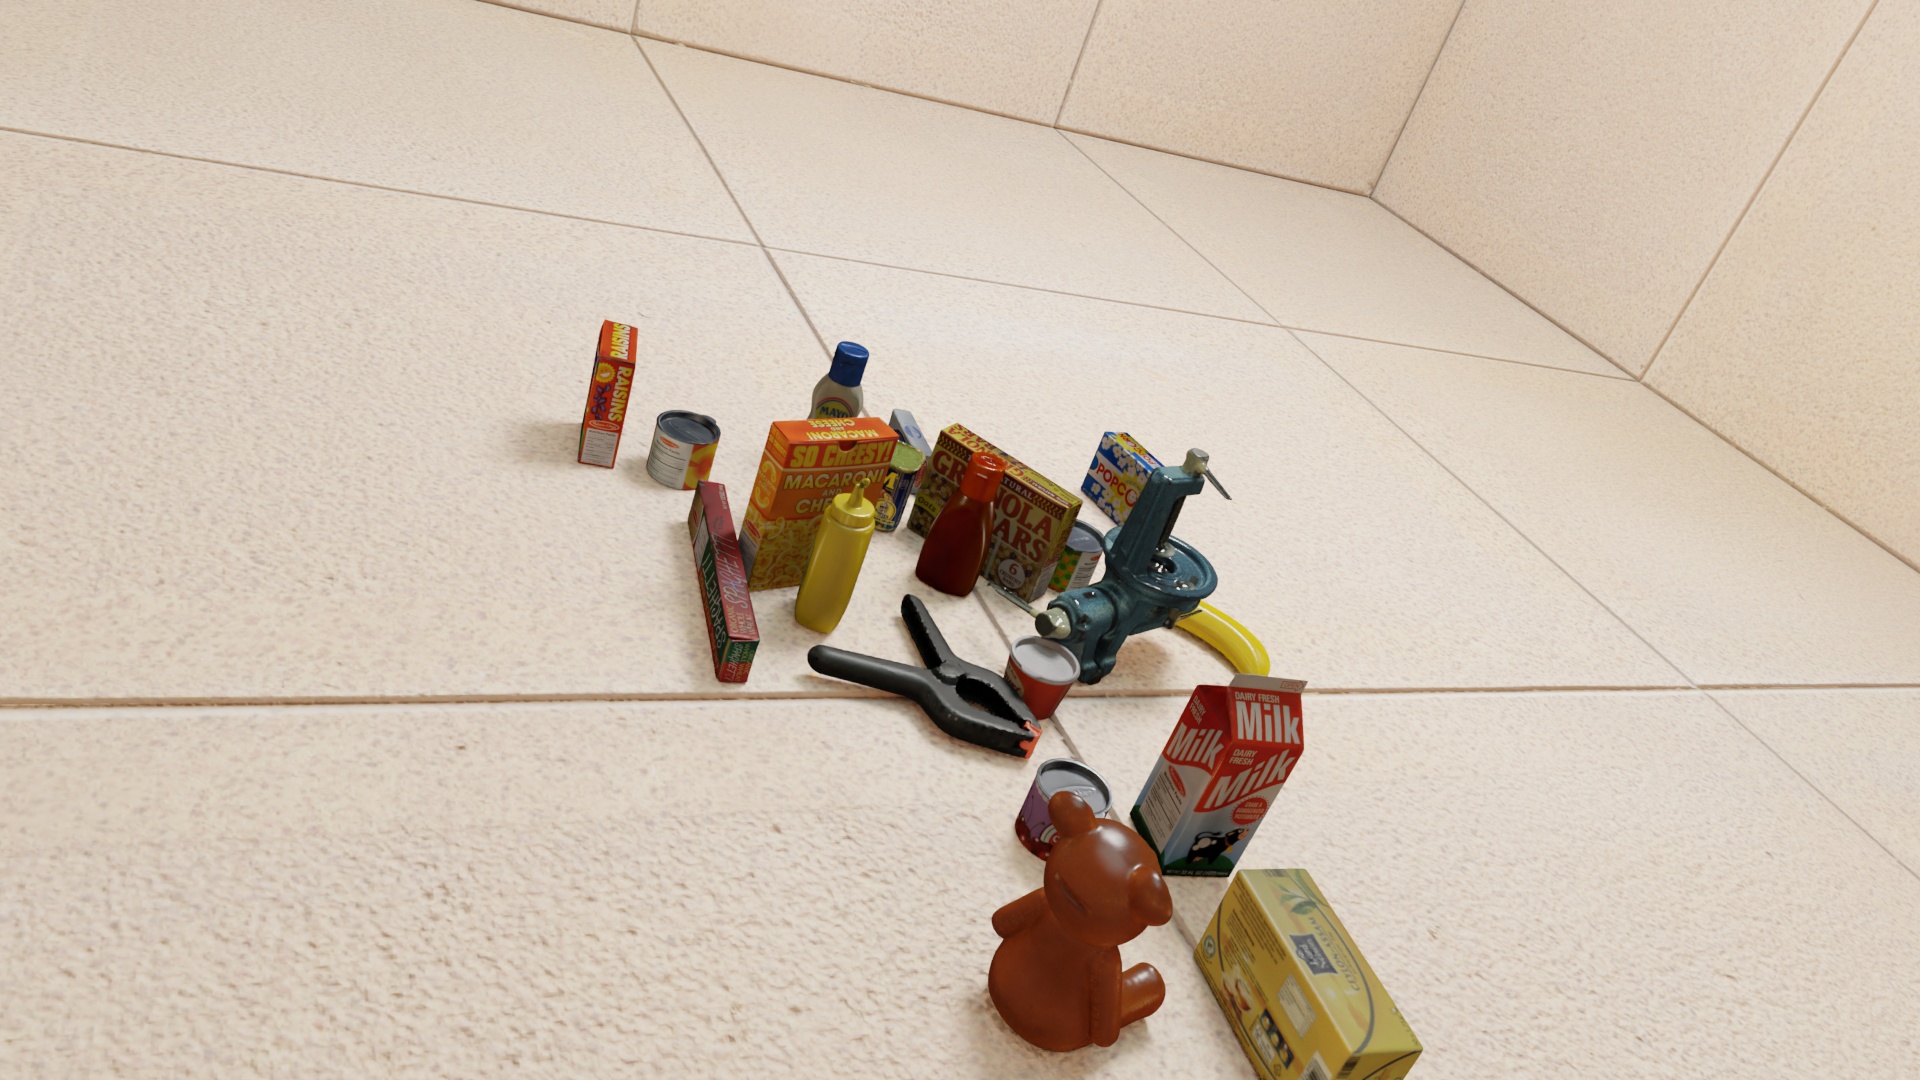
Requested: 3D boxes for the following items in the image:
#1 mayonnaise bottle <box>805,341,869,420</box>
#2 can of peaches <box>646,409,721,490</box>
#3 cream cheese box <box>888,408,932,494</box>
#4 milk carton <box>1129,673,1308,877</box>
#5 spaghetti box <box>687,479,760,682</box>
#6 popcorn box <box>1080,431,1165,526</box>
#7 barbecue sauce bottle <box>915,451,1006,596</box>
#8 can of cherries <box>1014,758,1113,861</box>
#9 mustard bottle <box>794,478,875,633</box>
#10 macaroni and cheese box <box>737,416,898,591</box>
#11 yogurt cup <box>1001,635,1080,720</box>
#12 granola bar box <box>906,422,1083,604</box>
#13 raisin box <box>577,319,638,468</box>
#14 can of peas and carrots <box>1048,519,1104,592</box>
[{"bbox_3d":[-0.137,-0.144,1.511,0.065,0.147,0.041,16,29,-8],"label":"mayonnaise bottle"},{"bbox_3d":[-0.283,-0.093,1.426,0.071,0.057,0.071,16,30,-9],"label":"can of peaches"},{"bbox_3d":[-0.061,-0.102,1.585,0.024,0.053,0.104,6,33,-25],"label":"cream cheese box"},{"bbox_3d":[0.216,0.185,1.142,0.072,0.189,0.074,7,32,-23],"label":"milk carton"},{"bbox_3d":[-0.218,0.032,1.265,0.029,0.050,0.251,7,32,-23],"label":"spaghetti box"},{"bbox_3d":[0.206,-0.062,1.654,0.038,0.084,0.127,-4,37,-37],"label":"popcorn box"},{"bbox_3d":[0.005,-0.017,1.389,0.065,0.147,0.044,23,29,4],"label":"barbecue sauce bottle"},{"bbox_3d":[0.084,0.223,1.130,0.071,0.058,0.072,16,30,-9],"label":"can of cherries"},{"bbox_3d":[-0.110,0.007,1.264,0.049,0.159,0.065,20,29,-2],"label":"mustard bottle"},{"bbox_3d":[-0.137,-0.034,1.309,0.124,0.165,0.040,-7,39,-40],"label":"macaroni and cheese box"},{"bbox_3d":[0.070,0.128,1.283,0.072,0.053,0.073,16,30,-9],"label":"yogurt cup"},{"bbox_3d":[0.032,-0.028,1.449,0.166,0.123,0.039,33,31,21],"label":"granola bar box"},{"bbox_3d":[-0.357,-0.148,1.404,0.040,0.122,0.086,11,31,-17],"label":"raisin box"},{"bbox_3d":[0.115,0.015,1.495,0.071,0.058,0.071,16,30,-9],"label":"can of peas and carrots"}]
